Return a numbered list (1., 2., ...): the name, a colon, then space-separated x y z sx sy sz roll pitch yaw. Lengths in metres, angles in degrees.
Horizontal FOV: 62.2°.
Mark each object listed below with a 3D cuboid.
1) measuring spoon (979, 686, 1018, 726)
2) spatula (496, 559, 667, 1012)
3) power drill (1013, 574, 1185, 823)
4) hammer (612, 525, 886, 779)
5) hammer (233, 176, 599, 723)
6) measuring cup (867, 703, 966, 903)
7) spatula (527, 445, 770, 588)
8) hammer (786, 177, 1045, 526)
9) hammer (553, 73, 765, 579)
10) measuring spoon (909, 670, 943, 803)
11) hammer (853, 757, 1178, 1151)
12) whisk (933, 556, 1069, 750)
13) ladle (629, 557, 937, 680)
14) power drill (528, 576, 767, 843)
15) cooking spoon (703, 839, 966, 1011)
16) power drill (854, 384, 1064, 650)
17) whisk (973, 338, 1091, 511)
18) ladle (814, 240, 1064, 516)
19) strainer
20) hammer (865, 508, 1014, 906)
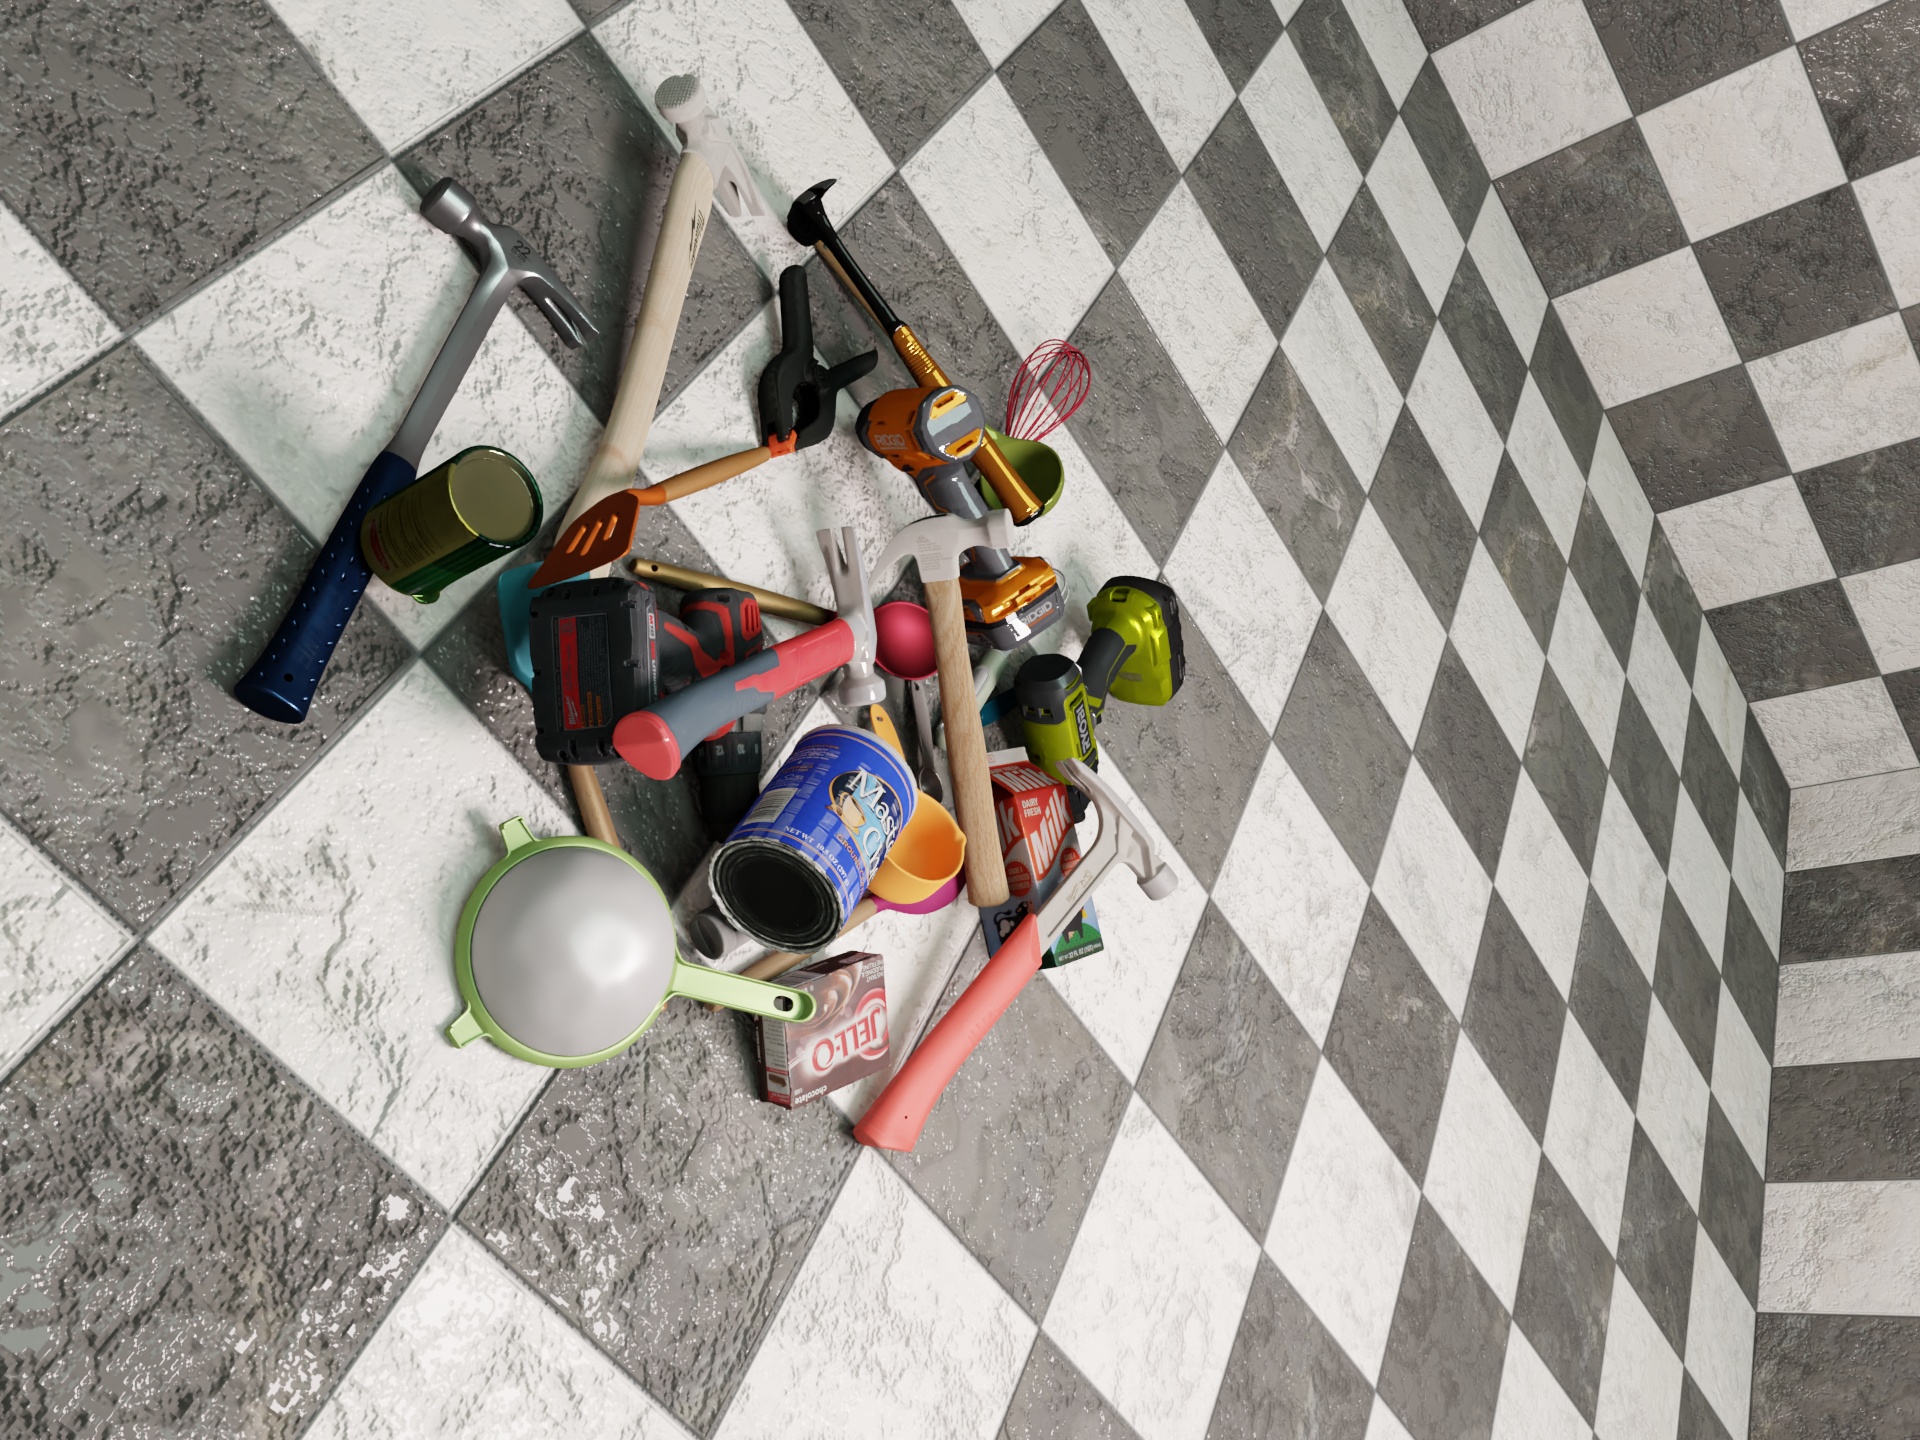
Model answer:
1. measuring spoon: 0.043 -0.023 1.468 0.128 0.021 0.042 -31 119 -40
2. spatula: -0.248 0.049 1.086 0.082 0.044 0.317 -22 95 -55
3. power drill: 0.131 -0.023 1.505 0.223 0.080 0.171 -48 136 -42
4. hammer: -0.138 -0.046 1.107 0.386 0.038 0.143 -37 120 -70
5. hammer: -0.358 -0.173 1.040 0.144 0.035 0.406 39 51 -34
6. measuring cup: -0.059 0.069 1.297 0.095 0.052 0.174 7 50 -36
7. spatula: -0.206 -0.160 1.155 0.041 0.081 0.323 70 23 -12
8. hammer: -0.033 -0.308 1.361 0.034 0.127 0.336 -38 101 -6
9. hammer: -0.229 -0.279 1.203 0.146 0.038 0.411 56 41 -62
10. measuring spoon: -0.036 0.016 1.365 0.034 0.018 0.124 20 56 -52
11. hammer: 0.033 0.197 1.285 0.149 0.037 0.359 49 62 -11
12. whisk: 0.035 -0.062 1.447 0.246 0.058 0.059 -58 151 -37
13. ladle: -0.131 -0.088 1.279 0.315 0.031 0.069 14 72 -44
14. power drill: -0.199 -0.005 1.097 0.226 0.080 0.188 5 81 -72
15. cooking spoon: -0.087 0.157 1.253 0.319 0.017 0.069 -27 96 -50
16. power drill: -0.011 -0.179 1.363 0.084 0.164 0.226 -35 115 -21
17. whisk: 0.051 -0.265 1.526 0.073 0.073 0.296 48 53 -28
18. ladle: -0.023 -0.310 1.424 0.078 0.062 0.320 -42 101 -2
19. strainer: -0.197 0.162 1.044 0.256 0.069 0.151 20 70 -29
20. hammer: -0.002 -0.004 1.312 0.031 0.130 0.331 -53 136 -72
